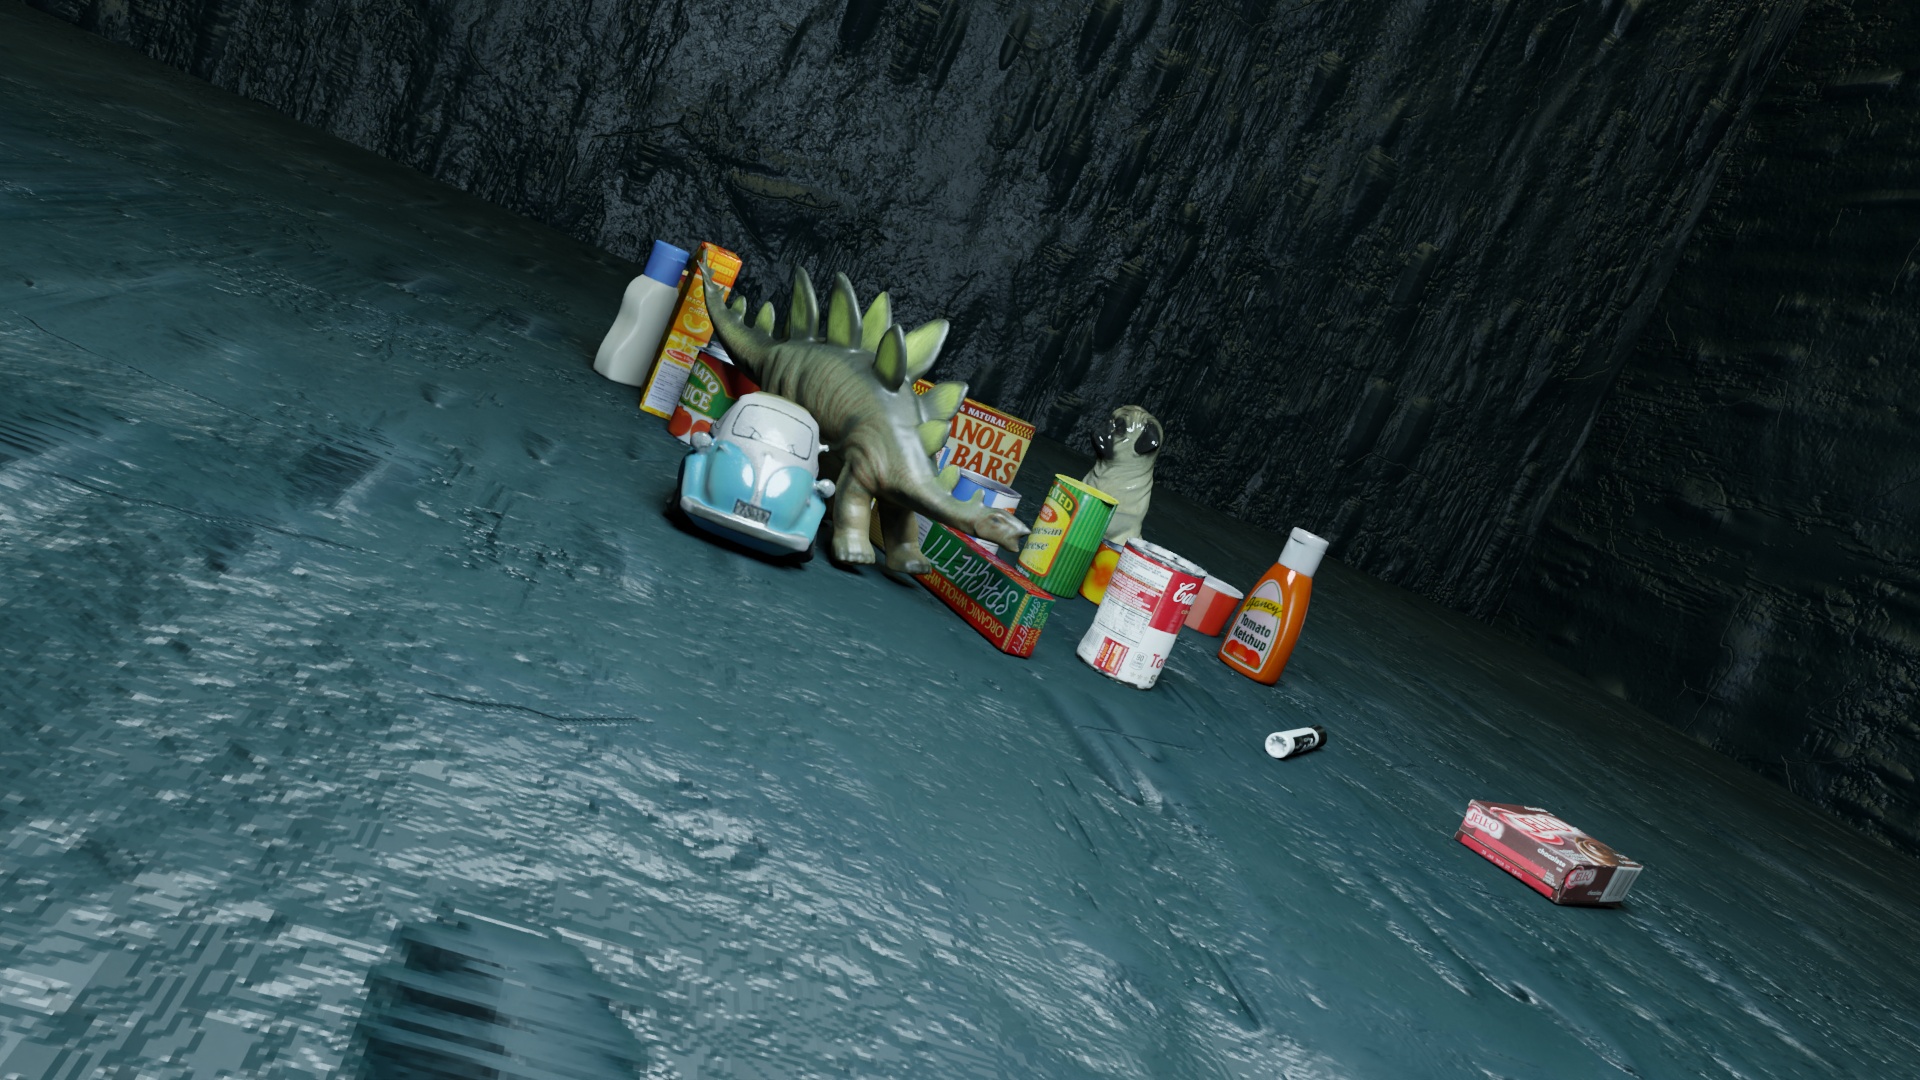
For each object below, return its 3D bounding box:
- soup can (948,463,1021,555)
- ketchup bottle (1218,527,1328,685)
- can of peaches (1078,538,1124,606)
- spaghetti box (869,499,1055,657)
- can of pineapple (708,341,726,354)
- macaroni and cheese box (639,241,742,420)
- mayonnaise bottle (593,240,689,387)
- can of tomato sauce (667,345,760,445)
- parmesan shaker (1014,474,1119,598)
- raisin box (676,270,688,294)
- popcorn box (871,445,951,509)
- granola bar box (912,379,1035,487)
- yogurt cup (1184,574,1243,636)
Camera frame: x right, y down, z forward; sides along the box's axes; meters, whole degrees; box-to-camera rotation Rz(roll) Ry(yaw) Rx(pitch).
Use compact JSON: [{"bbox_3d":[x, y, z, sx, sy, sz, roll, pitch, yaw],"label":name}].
[{"bbox_3d":[0.004,-0.015,1.209,0.071,0.083,0.071,24,9,-4],"label":"soup can"},{"bbox_3d":[0.306,0.061,1.337,0.043,0.148,0.065,16,11,-43],"label":"ketchup bottle"},{"bbox_3d":[0.156,0.037,1.379,0.071,0.058,0.071,23,9,-4],"label":"can of peaches"},{"bbox_3d":[-0.008,0.019,1.090,0.029,0.050,0.250,18,11,-34],"label":"spaghetti box"},{"bbox_3d":[-0.269,-0.192,1.616,0.071,0.057,0.071,23,9,-4],"label":"can of pineapple"},{"bbox_3d":[-0.267,-0.209,1.366,0.040,0.166,0.124,22,9,-17],"label":"macaroni and cheese box"},{"bbox_3d":[-0.321,-0.231,1.418,0.041,0.148,0.065,29,10,30],"label":"mayonnaise bottle"},{"bbox_3d":[-0.224,-0.127,1.270,0.071,0.083,0.071,24,9,-4],"label":"can of tomato sauce"},{"bbox_3d":[0.102,-0.002,1.326,0.071,0.103,0.071,24,8,-4],"label":"parmesan shaker"},{"bbox_3d":[-0.322,-0.235,1.517,0.040,0.123,0.086,21,9,-18],"label":"raisin box"},{"bbox_3d":[-0.083,-0.078,1.343,0.127,0.085,0.038,28,9,26],"label":"popcorn box"},{"bbox_3d":[-0.014,-0.096,1.501,0.165,0.124,0.039,18,10,-33],"label":"granola bar box"},{"bbox_3d":[0.261,0.068,1.488,0.072,0.054,0.072,23,9,-4],"label":"yogurt cup"}]
